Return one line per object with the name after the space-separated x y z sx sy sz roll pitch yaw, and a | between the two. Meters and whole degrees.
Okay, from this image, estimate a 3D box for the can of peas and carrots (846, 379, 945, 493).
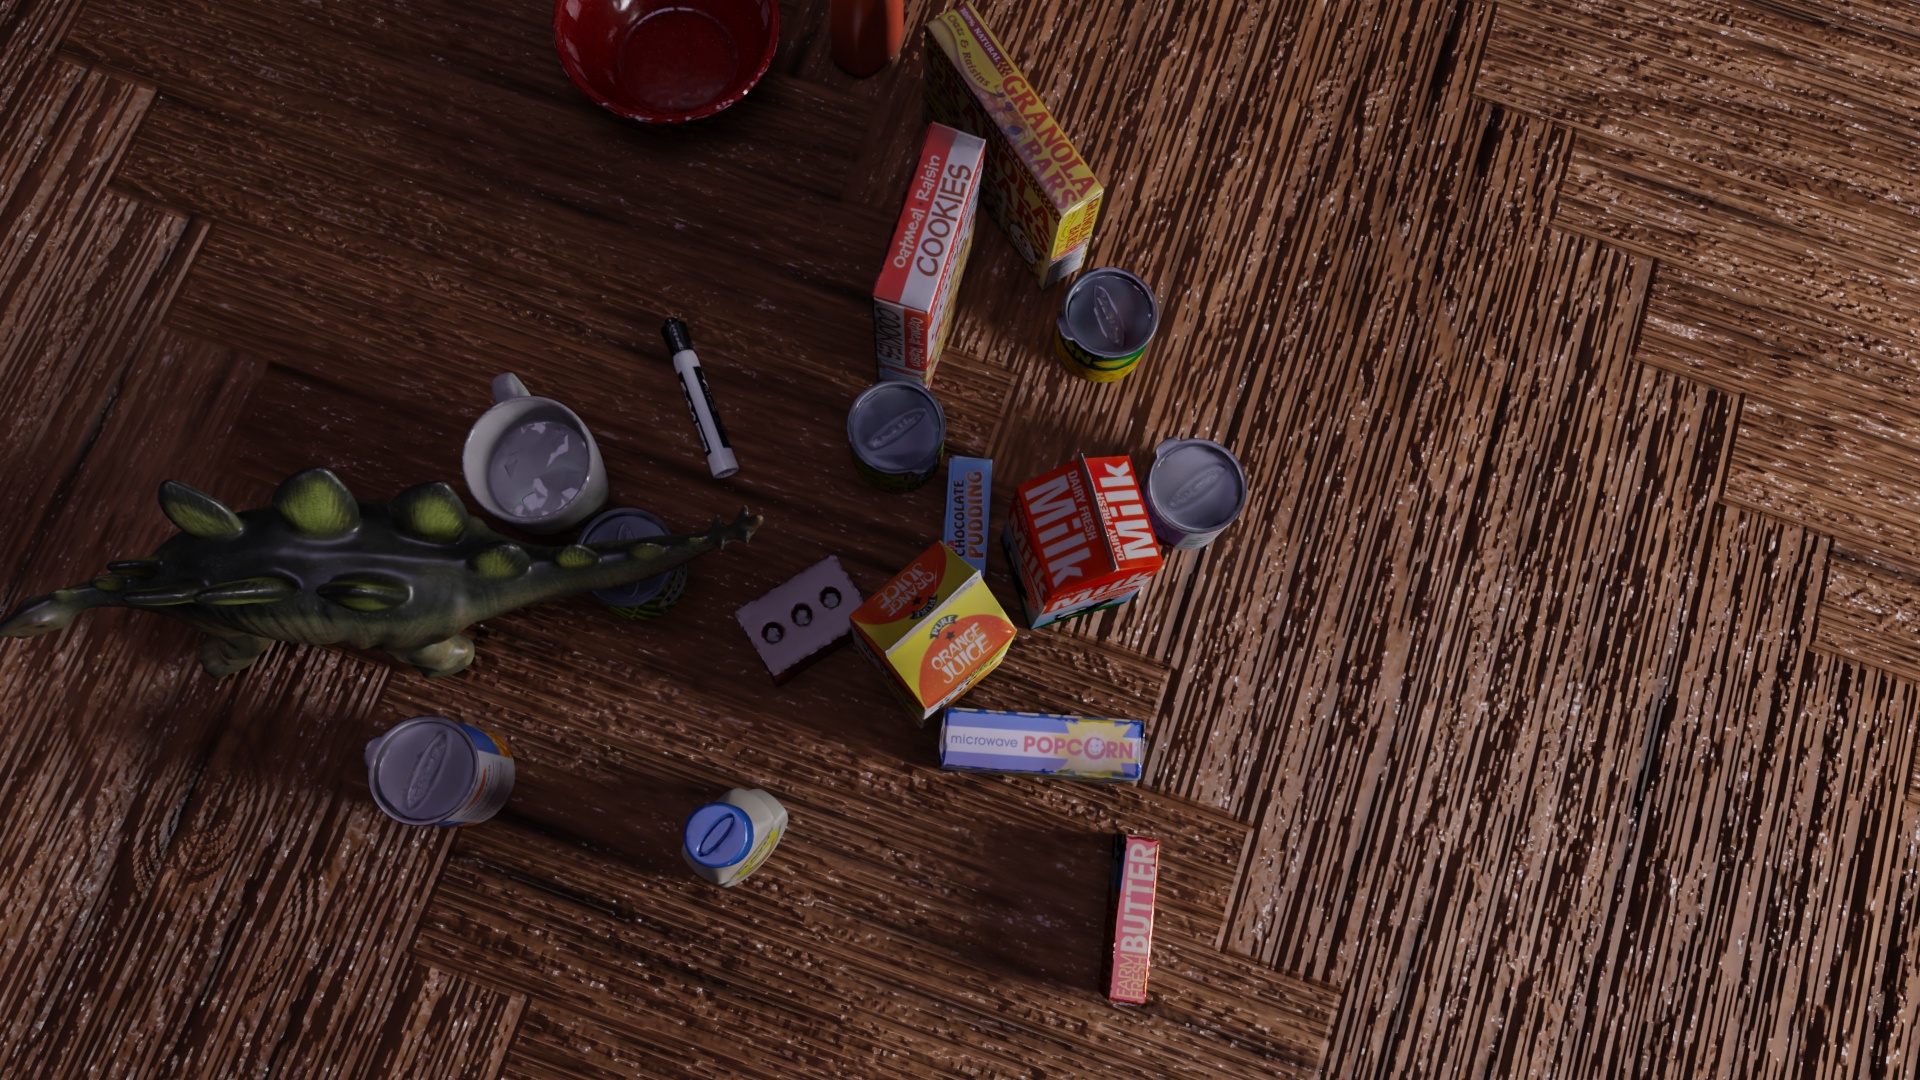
-0.042 -0.068 0.950 0.071 0.058 0.071 1 77 -2 | can of peas and carrots

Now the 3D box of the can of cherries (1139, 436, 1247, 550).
0.156 -0.033 0.951 0.071 0.058 0.071 1 77 -2 | can of cherries

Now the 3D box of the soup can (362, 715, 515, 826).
-0.327 0.146 0.876 0.071 0.083 0.071 1 77 -2 | soup can

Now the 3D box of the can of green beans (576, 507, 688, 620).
-0.217 0.017 0.923 0.071 0.057 0.071 1 77 -2 | can of green beans

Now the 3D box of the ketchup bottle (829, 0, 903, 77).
-0.067 -0.391 0.978 0.043 0.148 0.065 32 78 5 | ketchup bottle

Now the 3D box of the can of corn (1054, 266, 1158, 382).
0.099 -0.149 0.975 0.071 0.058 0.071 1 77 -2 | can of corn

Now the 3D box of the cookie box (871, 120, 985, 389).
-0.023 -0.179 0.921 0.040 0.167 0.123 16 77 1 | cookie box

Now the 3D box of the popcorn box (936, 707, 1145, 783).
0.049 0.133 0.894 0.127 0.085 0.038 4 77 -1 | popcorn box

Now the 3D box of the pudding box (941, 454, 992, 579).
0.003 -0.012 0.944 0.030 0.049 0.084 4 77 -1 | pudding box

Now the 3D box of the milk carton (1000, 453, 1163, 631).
0.075 0.002 0.872 0.073 0.190 0.072 -16 79 -6 | milk carton

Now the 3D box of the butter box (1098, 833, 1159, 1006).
0.108 0.241 0.888 0.024 0.053 0.103 7 77 -1 | butter box

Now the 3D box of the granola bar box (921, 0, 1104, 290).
0.033 -0.271 0.967 0.039 0.124 0.165 -32 80 -9 | granola bar box

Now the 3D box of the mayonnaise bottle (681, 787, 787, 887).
-0.139 0.180 0.843 0.041 0.147 0.065 38 79 6 | mayonnaise bottle

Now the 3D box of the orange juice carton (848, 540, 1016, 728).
-0.019 0.059 0.853 0.072 0.192 0.073 -39 82 -10 | orange juice carton
